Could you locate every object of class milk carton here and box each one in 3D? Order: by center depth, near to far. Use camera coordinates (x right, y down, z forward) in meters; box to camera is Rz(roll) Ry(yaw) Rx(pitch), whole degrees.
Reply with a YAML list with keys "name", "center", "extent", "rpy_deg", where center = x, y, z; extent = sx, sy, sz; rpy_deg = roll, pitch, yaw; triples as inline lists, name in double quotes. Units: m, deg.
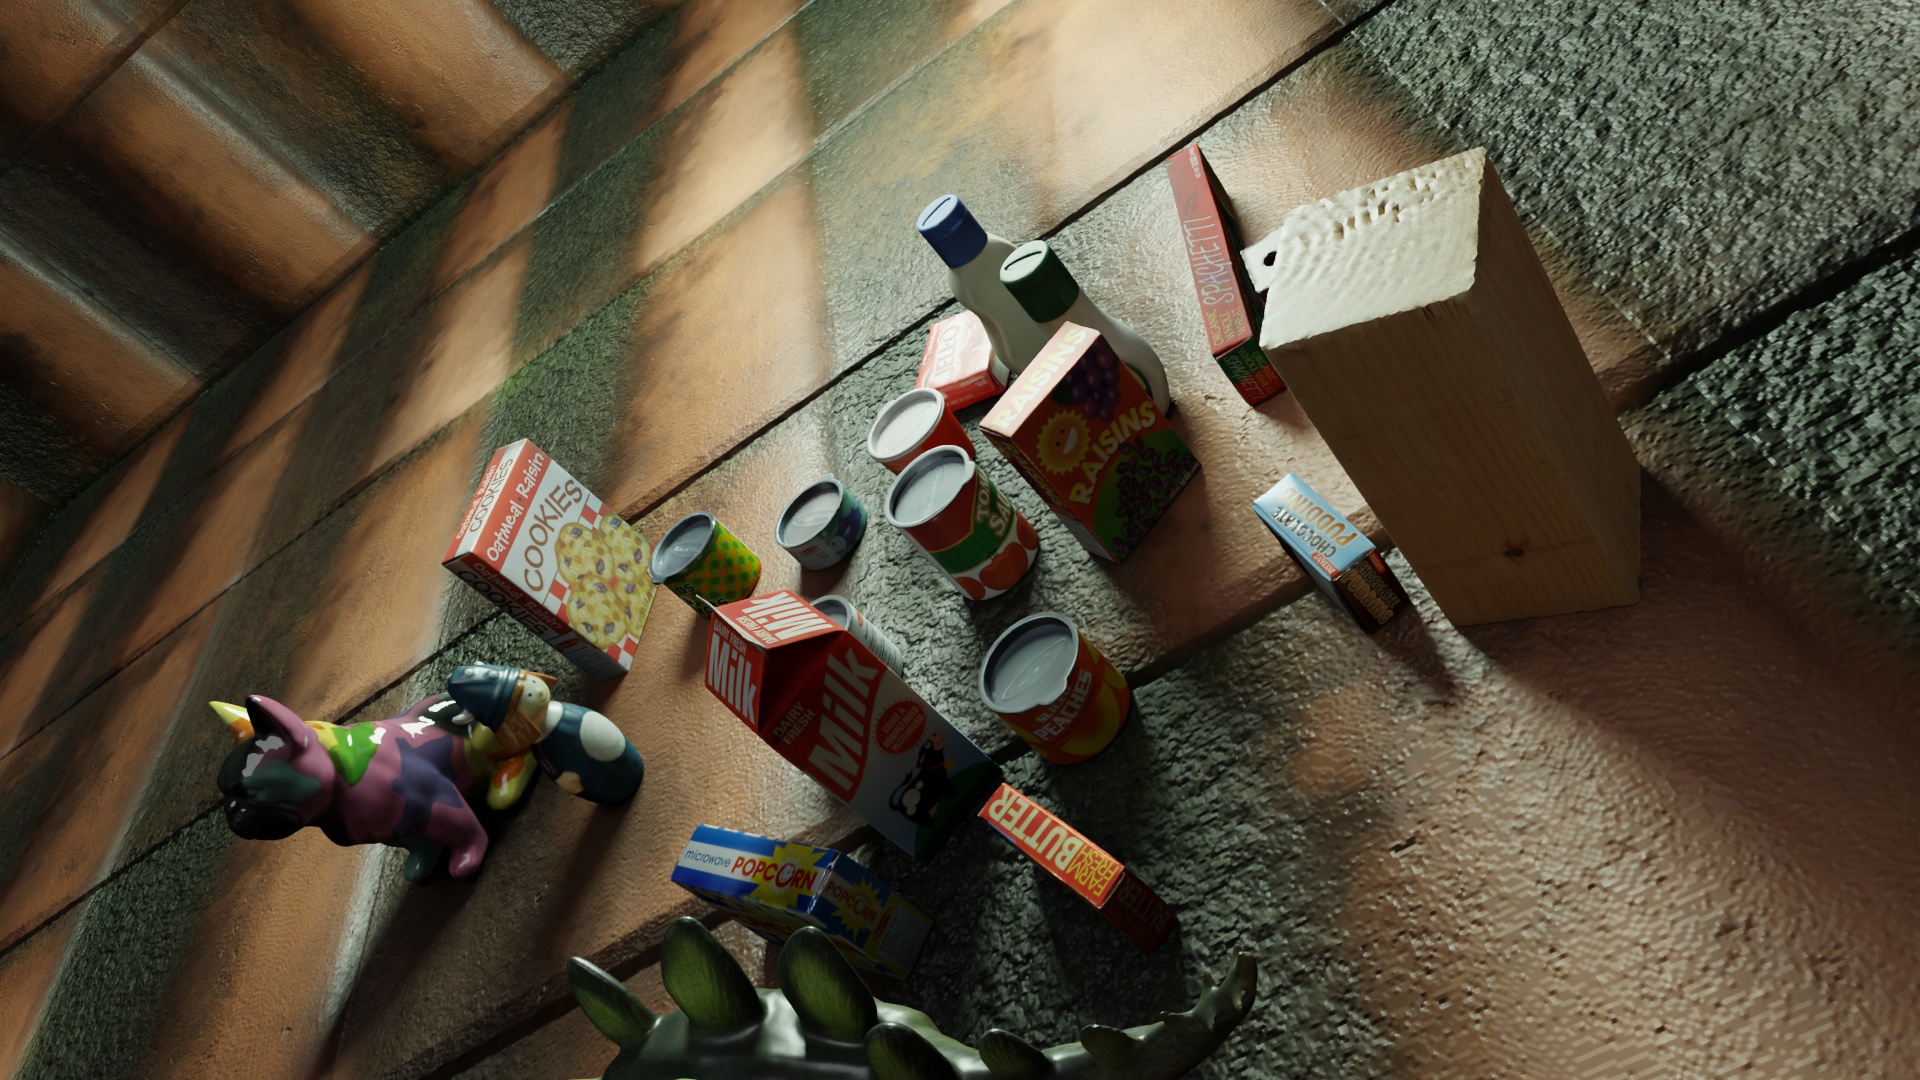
- name: "milk carton"
  center: [-0.069, 0.094, 0.767]
  extent: [0.073, 0.190, 0.072]
  rpy_deg: [-50, 35, -9]

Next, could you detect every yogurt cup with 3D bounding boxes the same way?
- name: "yogurt cup"
  center: [-0.026, -0.070, 1.016]
  extent: [0.072, 0.054, 0.073]
  rpy_deg: [-27, 38, 23]

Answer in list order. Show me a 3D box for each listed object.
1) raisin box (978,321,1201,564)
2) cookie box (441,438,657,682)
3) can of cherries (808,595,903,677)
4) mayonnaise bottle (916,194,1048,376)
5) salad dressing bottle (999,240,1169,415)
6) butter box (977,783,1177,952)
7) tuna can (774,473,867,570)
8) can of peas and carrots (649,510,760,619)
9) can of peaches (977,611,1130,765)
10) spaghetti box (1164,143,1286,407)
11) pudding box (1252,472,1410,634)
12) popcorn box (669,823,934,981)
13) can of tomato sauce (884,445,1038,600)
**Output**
- name: "raisin box"
  center: [0.080, -0.058, 0.837]
  extent: [0.086, 0.123, 0.040]
  rpy_deg: [-50, 35, -8]
- name: "cookie box"
  center: [-0.323, 0.017, 1.122]
  extent: [0.040, 0.167, 0.123]
  rpy_deg: [-21, 41, 30]
- name: "can of cherries"
  center: [-0.082, 0.080, 0.910]
  extent: [0.071, 0.058, 0.072]
  rpy_deg: [-27, 38, 23]
- name: "mayonnaise bottle"
  center: [0.026, -0.184, 1.003]
  extent: [0.065, 0.147, 0.041]
  rpy_deg: [-47, 35, -5]
- name: "salad dressing bottle"
  center: [0.080, -0.127, 0.889]
  extent: [0.064, 0.147, 0.044]
  rpy_deg: [-18, 42, 33]
- name: "butter box"
  center: [0.057, 0.161, 0.691]
  extent: [0.024, 0.053, 0.103]
  rpy_deg: [-51, 35, -10]
- name: "tuna can"
  center: [-0.105, -0.014, 1.055]
  extent: [0.071, 0.032, 0.071]
  rpy_deg: [-27, 38, 23]
- name: "can of peas and carrots"
  center: [-0.201, 0.022, 1.090]
  extent: [0.071, 0.058, 0.071]
  rpy_deg: [-27, 38, 23]
- name: "can of peaches"
  center: [0.054, 0.084, 0.771]
  extent: [0.071, 0.058, 0.071]
  rpy_deg: [-27, 38, 23]
- name: "spaghetti box"
  center: [0.176, -0.186, 0.940]
  extent: [0.028, 0.050, 0.251]
  rpy_deg: [-27, 38, 22]
- name: "pudding box"
  center: [0.192, 0.005, 0.723]
  extent: [0.030, 0.049, 0.084]
  rpy_deg: [-40, 35, 5]
- name: "popcorn box"
  center: [-0.089, 0.199, 0.769]
  extent: [0.126, 0.085, 0.038]
  rpy_deg: [-2, 52, 44]
- name: "can of tomato sauce"
  center: [0.003, -0.011, 0.900]
  extent: [0.071, 0.083, 0.071]
  rpy_deg: [-27, 38, 23]
